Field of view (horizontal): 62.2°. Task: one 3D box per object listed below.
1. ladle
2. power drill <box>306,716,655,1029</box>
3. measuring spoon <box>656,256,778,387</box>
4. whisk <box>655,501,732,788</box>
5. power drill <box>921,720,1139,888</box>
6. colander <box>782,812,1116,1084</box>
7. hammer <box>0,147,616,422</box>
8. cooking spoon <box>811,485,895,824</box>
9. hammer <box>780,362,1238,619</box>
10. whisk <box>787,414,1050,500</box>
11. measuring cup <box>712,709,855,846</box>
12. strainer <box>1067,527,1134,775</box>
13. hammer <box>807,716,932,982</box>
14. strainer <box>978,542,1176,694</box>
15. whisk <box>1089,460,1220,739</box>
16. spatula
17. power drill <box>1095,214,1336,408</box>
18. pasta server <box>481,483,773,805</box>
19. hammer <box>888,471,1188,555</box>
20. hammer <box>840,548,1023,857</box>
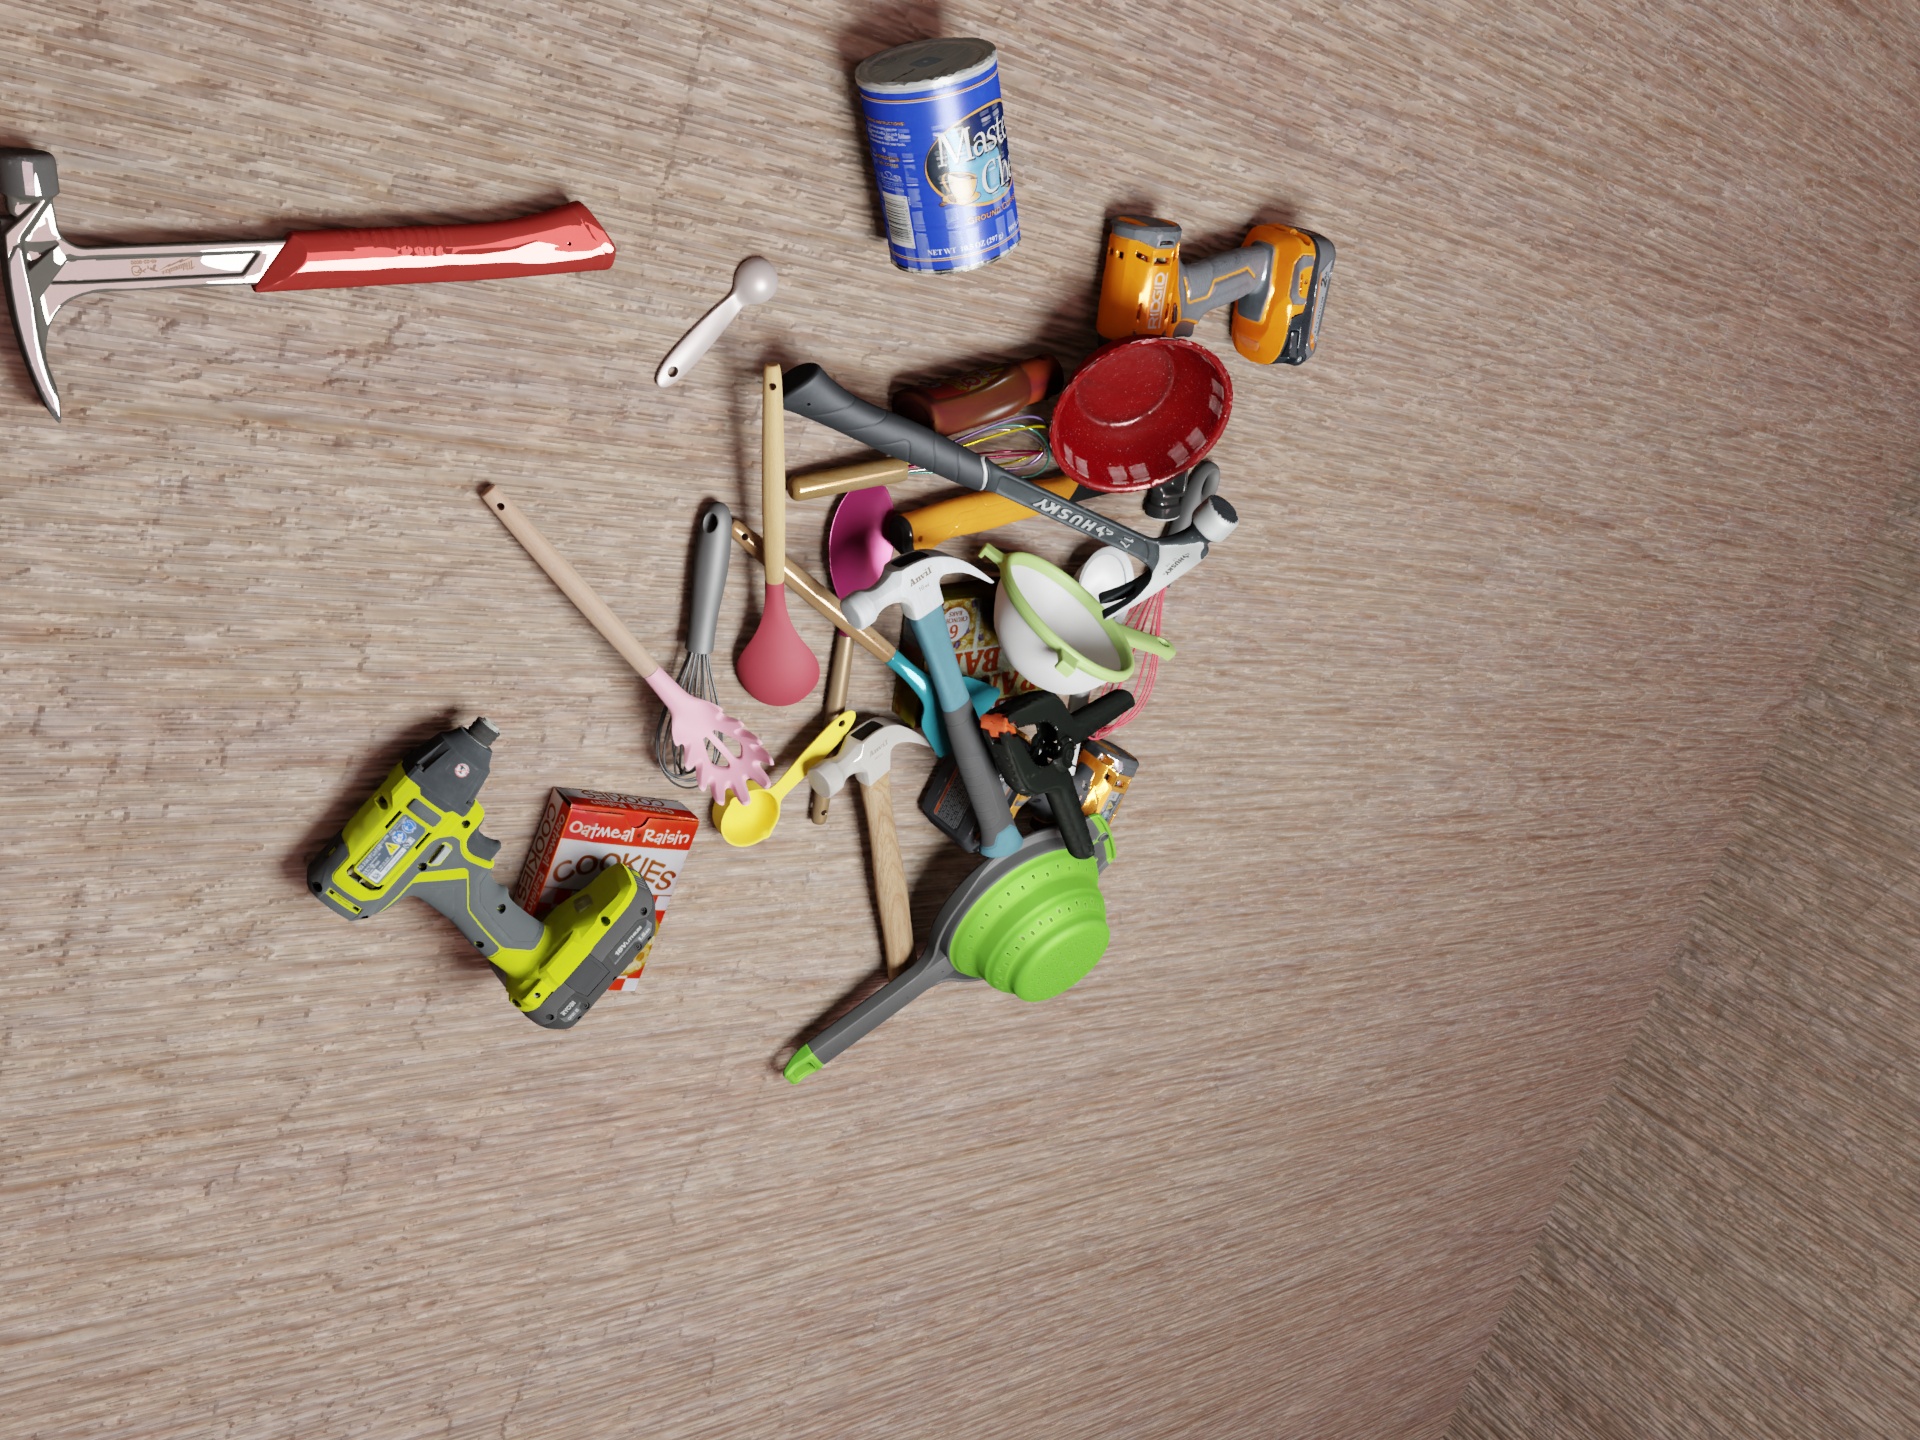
[{"bbox_3d":[-0.145,-0.133,1.246,0.069,0.031,0.315,0,127,-5],"label":"ladle"},{"bbox_3d":[-0.345,0.116,1.196,0.171,0.080,0.223,-49,117,-3],"label":"power drill"},{"bbox_3d":[-0.177,-0.289,1.169,0.124,0.018,0.034,-48,136,-5],"label":"measuring spoon"},{"bbox_3d":[-0.206,-0.057,1.266,0.055,0.055,0.239,-5,114,-38],"label":"whisk"},{"bbox_3d":[0.065,0.095,1.568,0.226,0.084,0.185,14,107,-49],"label":"power drill"},{"bbox_3d":[0.011,0.252,1.536,0.397,0.095,0.204,-36,147,-6],"label":"colander"},{"bbox_3d":[-0.387,-0.277,0.986,0.359,0.037,0.149,-14,123,-34],"label":"hammer"},{"bbox_3d":[-0.103,-0.051,1.376,0.068,0.017,0.318,-10,121,-40],"label":"cooking spoon"},{"bbox_3d":[0.030,-0.191,1.289,0.408,0.036,0.149,19,134,-30],"label":"hammer"},{"bbox_3d":[-0.028,-0.210,1.316,0.245,0.047,0.051,-15,97,-24],"label":"whisk"},{"bbox_3d":[-0.153,0.043,1.381,0.156,0.029,0.062,-46,136,-9],"label":"measuring cup"},{"bbox_3d":[0.117,-0.058,1.499,0.086,0.050,0.258,20,79,-48],"label":"strainer"},{"bbox_3d":[-0.067,0.134,1.493,0.130,0.031,0.331,-39,140,-33],"label":"hammer"},{"bbox_3d":[0.108,-0.067,1.432,0.069,0.152,0.256,-46,149,23],"label":"strainer"},{"bbox_3d":[0.187,-0.117,1.559,0.073,0.073,0.296,22,93,-45],"label":"whisk"},{"bbox_3d":[-0.083,-0.072,1.343,0.082,0.044,0.317,-48,122,3],"label":"spatula"},{"bbox_3d":[0.218,-0.364,1.420,0.226,0.084,0.164,-10,122,-31],"label":"power drill"},{"bbox_3d":[-0.248,-0.053,1.194,0.060,0.040,0.316,-39,122,-2],"label":"pasta server"},{"bbox_3d":[0.078,-0.208,1.416,0.337,0.034,0.127,-20,127,-34],"label":"hammer"},{"bbox_3d":[-0.002,-0.004,1.368,0.128,0.033,0.330,-37,131,-23],"label":"hammer"}]
